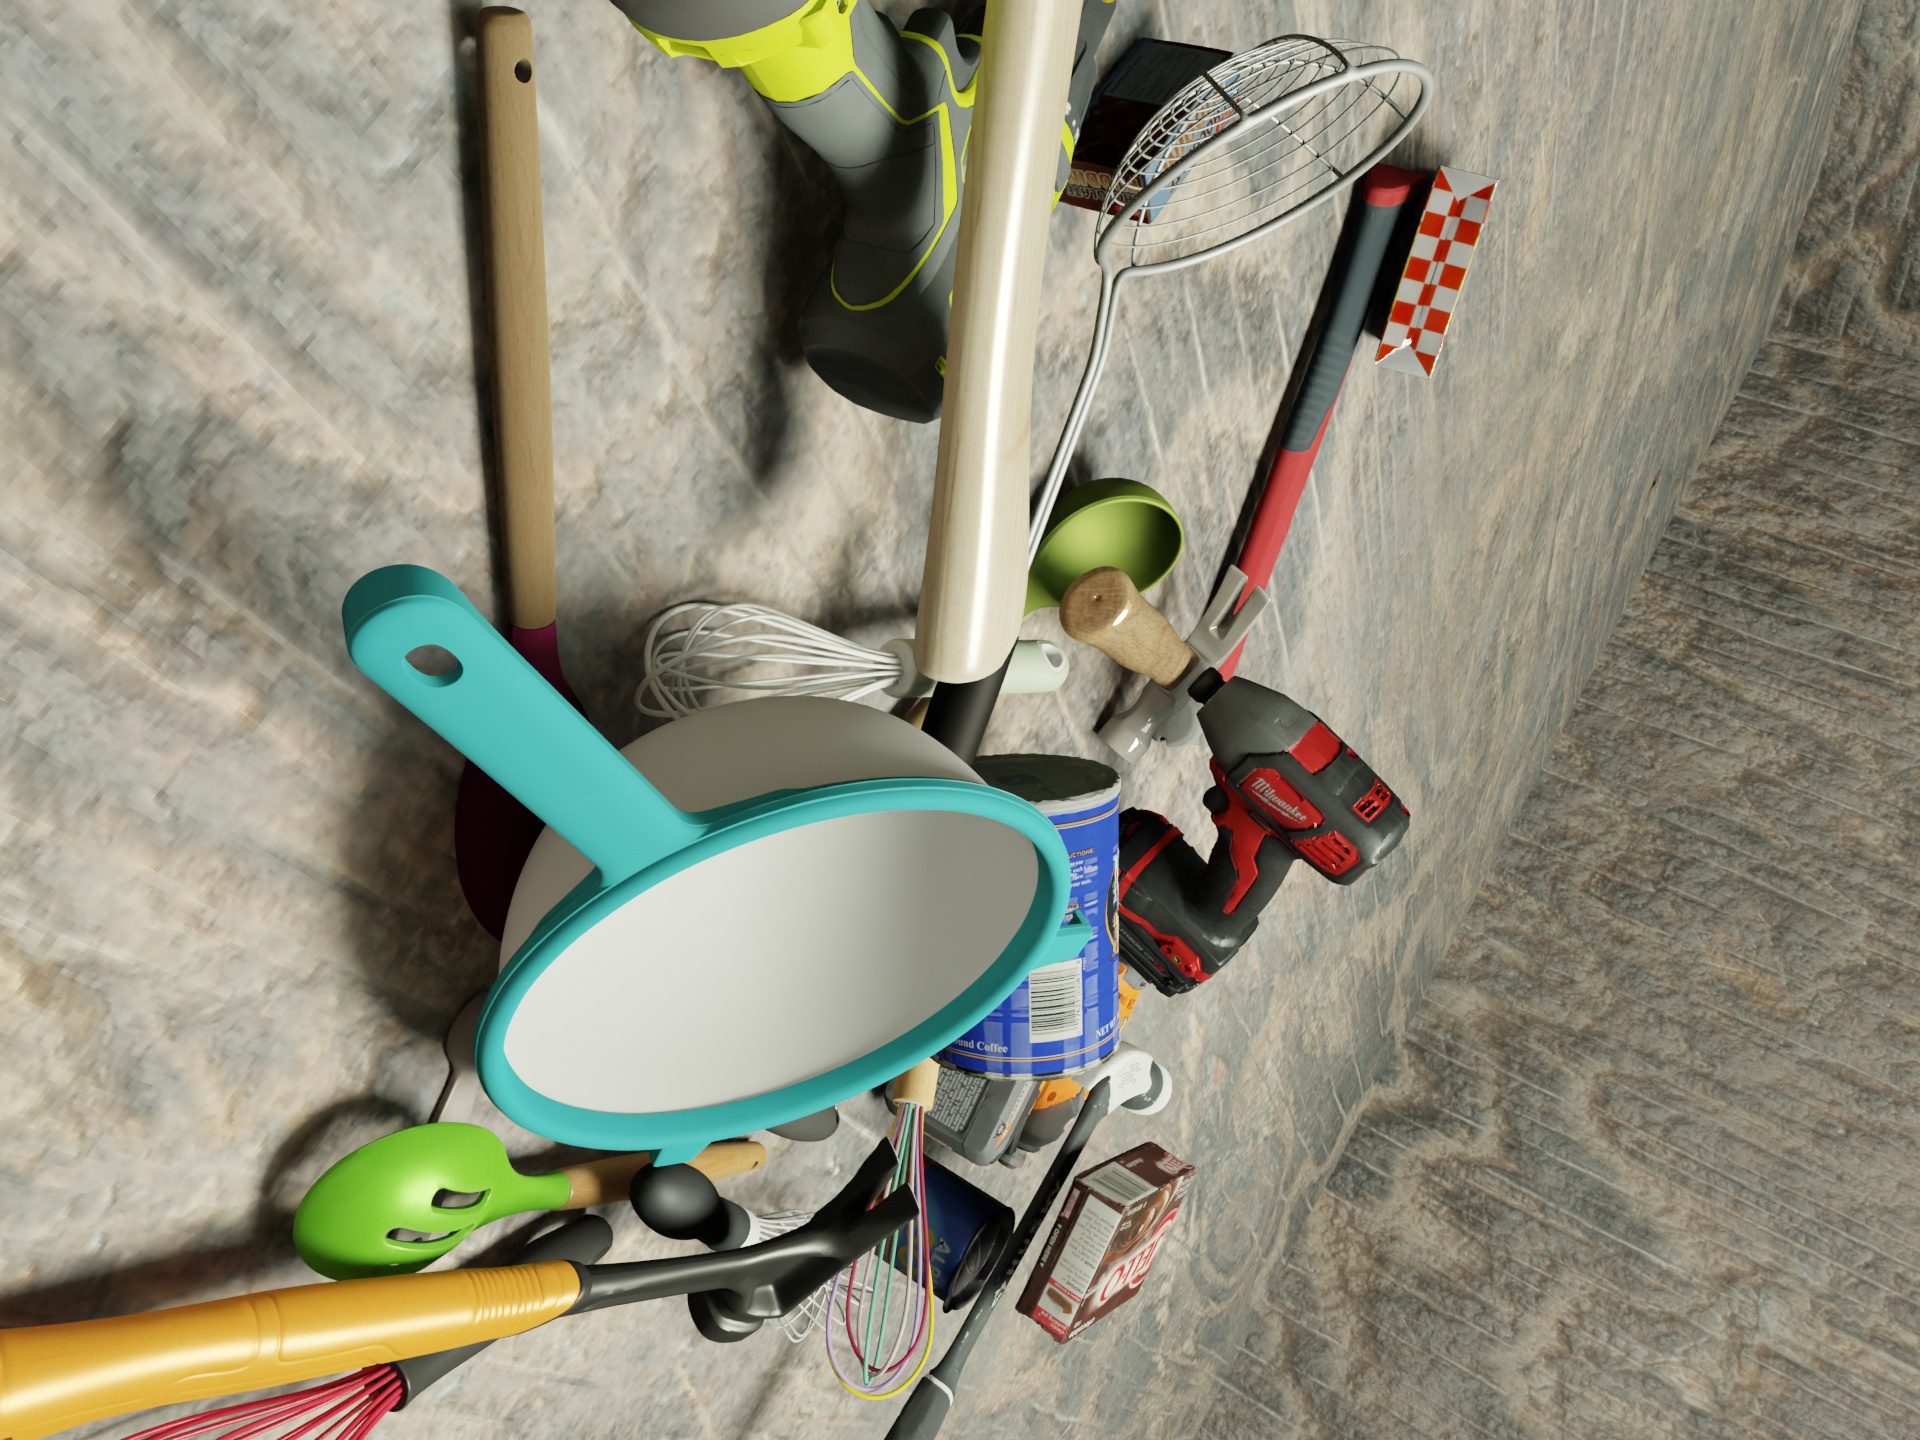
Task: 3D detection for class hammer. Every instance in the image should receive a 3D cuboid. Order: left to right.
[{"bbox_3d":[-0.162,0.200,0.549,0.127,0.034,0.336,-43,148,26],"label":"hammer"},{"bbox_3d":[-0.004,0.362,0.897,0.409,0.036,0.149,-60,152,-8],"label":"hammer"},{"bbox_3d":[0.015,-0.193,0.468,0.146,0.038,0.410,-39,143,-52],"label":"hammer"},{"bbox_3d":[0.100,-0.040,0.829,0.130,0.031,0.331,-49,166,7],"label":"hammer"},{"bbox_3d":[0.223,-0.166,1.047,0.143,0.038,0.386,-6,118,-61],"label":"hammer"}]

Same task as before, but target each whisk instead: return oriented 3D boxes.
[{"bbox_3d":[-0.221,0.247,0.568,0.296,0.073,0.073,-20,130,-63],"label":"whisk"},{"bbox_3d":[-0.100,0.177,0.739,0.055,0.055,0.238,-60,158,-9],"label":"whisk"},{"bbox_3d":[-0.098,0.249,0.760,0.070,0.070,0.284,-56,156,-17],"label":"whisk"},{"bbox_3d":[-0.033,-0.021,0.659,0.059,0.058,0.246,-37,159,35],"label":"whisk"},{"bbox_3d":[-0.025,0.223,0.827,0.051,0.047,0.245,61,33,-54],"label":"whisk"}]

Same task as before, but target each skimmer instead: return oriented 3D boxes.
[{"bbox_3d":[0.060,-0.080,0.608,0.127,0.090,0.363,-16,131,-62],"label":"skimmer"}]

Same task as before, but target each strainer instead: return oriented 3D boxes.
[{"bbox_3d":[-0.093,0.028,0.515,0.211,0.095,0.340,-28,145,3],"label":"strainer"}]

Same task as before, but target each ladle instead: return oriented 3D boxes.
[{"bbox_3d":[-0.001,-0.002,0.758,0.320,0.062,0.078,-49,150,-23],"label":"ladle"}]

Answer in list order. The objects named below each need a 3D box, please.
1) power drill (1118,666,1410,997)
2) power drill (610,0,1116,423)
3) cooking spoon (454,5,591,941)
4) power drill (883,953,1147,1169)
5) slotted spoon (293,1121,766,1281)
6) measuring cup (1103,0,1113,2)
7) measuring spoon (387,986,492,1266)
[{"bbox_3d":[0.154,0.066,0.953,0.078,0.143,0.219,-40,172,-38],"label":"power drill"},{"bbox_3d":[-0.018,-0.229,0.510,0.190,0.080,0.228,-65,156,-10],"label":"power drill"},{"bbox_3d":[-0.137,-0.054,0.503,0.069,0.017,0.318,-35,142,-45],"label":"cooking spoon"},{"bbox_3d":[0.038,0.212,0.988,0.164,0.084,0.226,-65,158,1],"label":"power drill"},{"bbox_3d":[-0.152,0.191,0.660,0.070,0.031,0.313,-53,159,3],"label":"slotted spoon"},{"bbox_3d":[0.056,-0.308,0.573,0.062,0.029,0.157,64,35,-52],"label":"measuring cup"},{"bbox_3d":[-0.187,0.157,0.593,0.034,0.018,0.124,4,110,-62],"label":"measuring spoon"}]
